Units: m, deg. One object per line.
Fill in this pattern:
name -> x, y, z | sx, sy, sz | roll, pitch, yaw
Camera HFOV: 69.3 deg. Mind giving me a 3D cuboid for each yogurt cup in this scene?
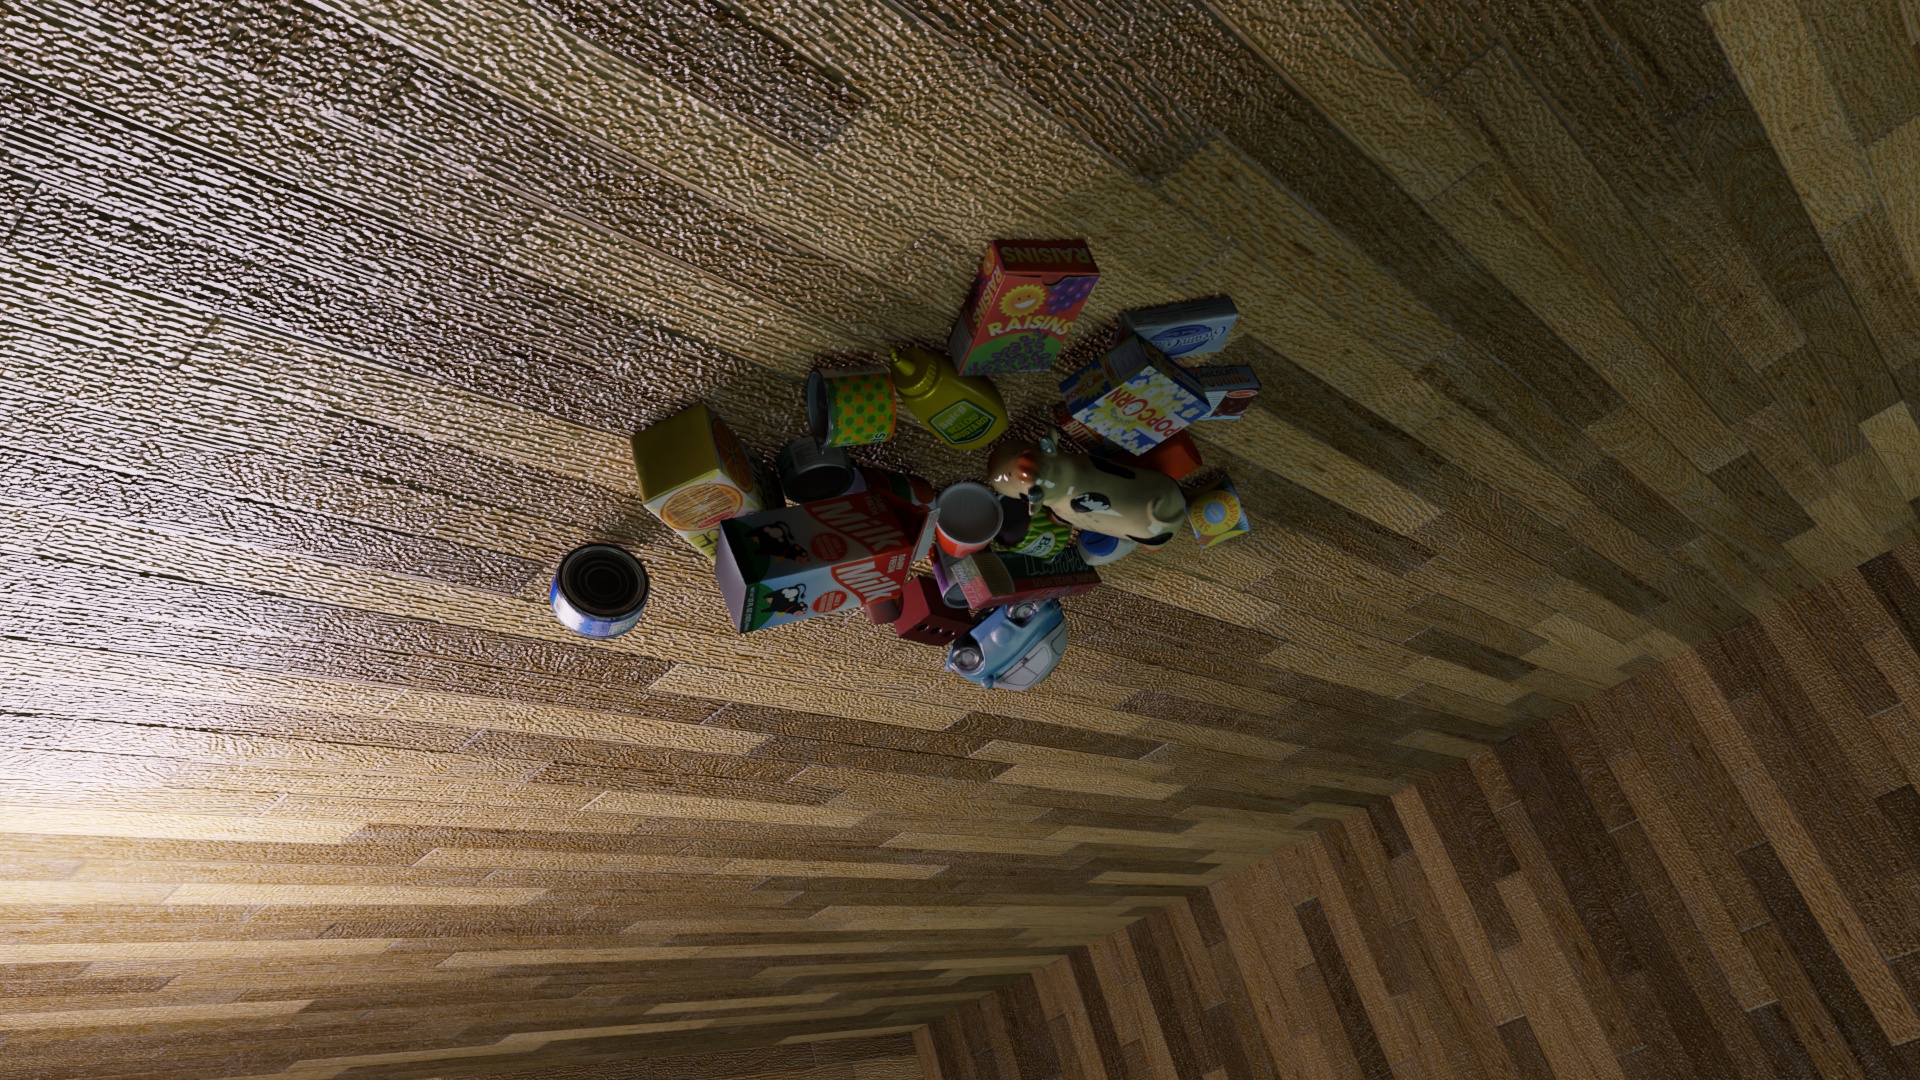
yogurt cup -> 0.005, -0.017, 1.375 | 0.072, 0.072, 0.053 | -12, 159, -13

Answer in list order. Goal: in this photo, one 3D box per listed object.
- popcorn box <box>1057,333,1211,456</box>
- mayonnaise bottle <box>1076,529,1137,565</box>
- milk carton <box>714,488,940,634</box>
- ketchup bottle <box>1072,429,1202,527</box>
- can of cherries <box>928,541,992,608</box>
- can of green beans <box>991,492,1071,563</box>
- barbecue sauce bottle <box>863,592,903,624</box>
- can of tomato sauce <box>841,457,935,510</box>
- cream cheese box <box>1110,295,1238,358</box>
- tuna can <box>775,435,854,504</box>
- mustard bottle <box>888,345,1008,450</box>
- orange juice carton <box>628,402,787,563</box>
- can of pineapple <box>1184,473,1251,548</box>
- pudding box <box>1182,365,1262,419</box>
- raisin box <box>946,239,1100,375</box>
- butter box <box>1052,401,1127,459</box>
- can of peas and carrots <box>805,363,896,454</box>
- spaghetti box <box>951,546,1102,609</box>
popcorn box -> 0.158, -0.128, 1.242 | 0.085, 0.038, 0.126 | -32, 150, 25
mayonnaise bottle -> 0.152, 0.000, 1.465 | 0.065, 0.041, 0.148 | -24, 173, 8
milk carton -> -0.109, 0.012, 1.199 | 0.191, 0.074, 0.072 | -12, 145, -25
ketchup bottle -> 0.169, -0.062, 1.413 | 0.148, 0.044, 0.064 | -30, 147, 20
can of cherries -> 0.005, 0.031, 1.465 | 0.071, 0.058, 0.071 | -15, 152, -9
can of green beans -> 0.070, -0.018, 1.407 | 0.058, 0.071, 0.071 | 12, 139, -43
barbecue sauce bottle -> -0.092, 0.021, 1.388 | 0.044, 0.065, 0.147 | -14, 143, 2
can of tomato sauce -> -0.074, -0.035, 1.293 | 0.083, 0.071, 0.071 | 9, 141, -41
cream cheese box -> 0.189, -0.185, 1.227 | 0.104, 0.024, 0.053 | -11, 153, -15
tuna can -> -0.130, -0.061, 1.245 | 0.071, 0.033, 0.070 | -14, 151, -8
mustard bottle -> -0.018, -0.126, 1.180 | 0.065, 0.049, 0.160 | -31, 150, 19
orange juice carton -> -0.203, -0.035, 1.206 | 0.073, 0.072, 0.192 | -24, 151, 9
can of pineapple -> 0.276, -0.031, 1.508 | 0.058, 0.071, 0.071 | -23, 151, 9
pudding box -> 0.240, -0.140, 1.332 | 0.084, 0.030, 0.049 | -5, 148, -25
raisin box -> 0.049, -0.187, 1.124 | 0.086, 0.040, 0.122 | -4, 148, -24
butter box -> 0.134, -0.111, 1.326 | 0.053, 0.024, 0.103 | -30, 150, 18
can of peas and carrots -> -0.090, -0.109, 1.146 | 0.059, 0.071, 0.070 | -8, 150, -21
spaghetti box -> 0.075, 0.036, 1.458 | 0.028, 0.050, 0.250 | -35, 164, 28
